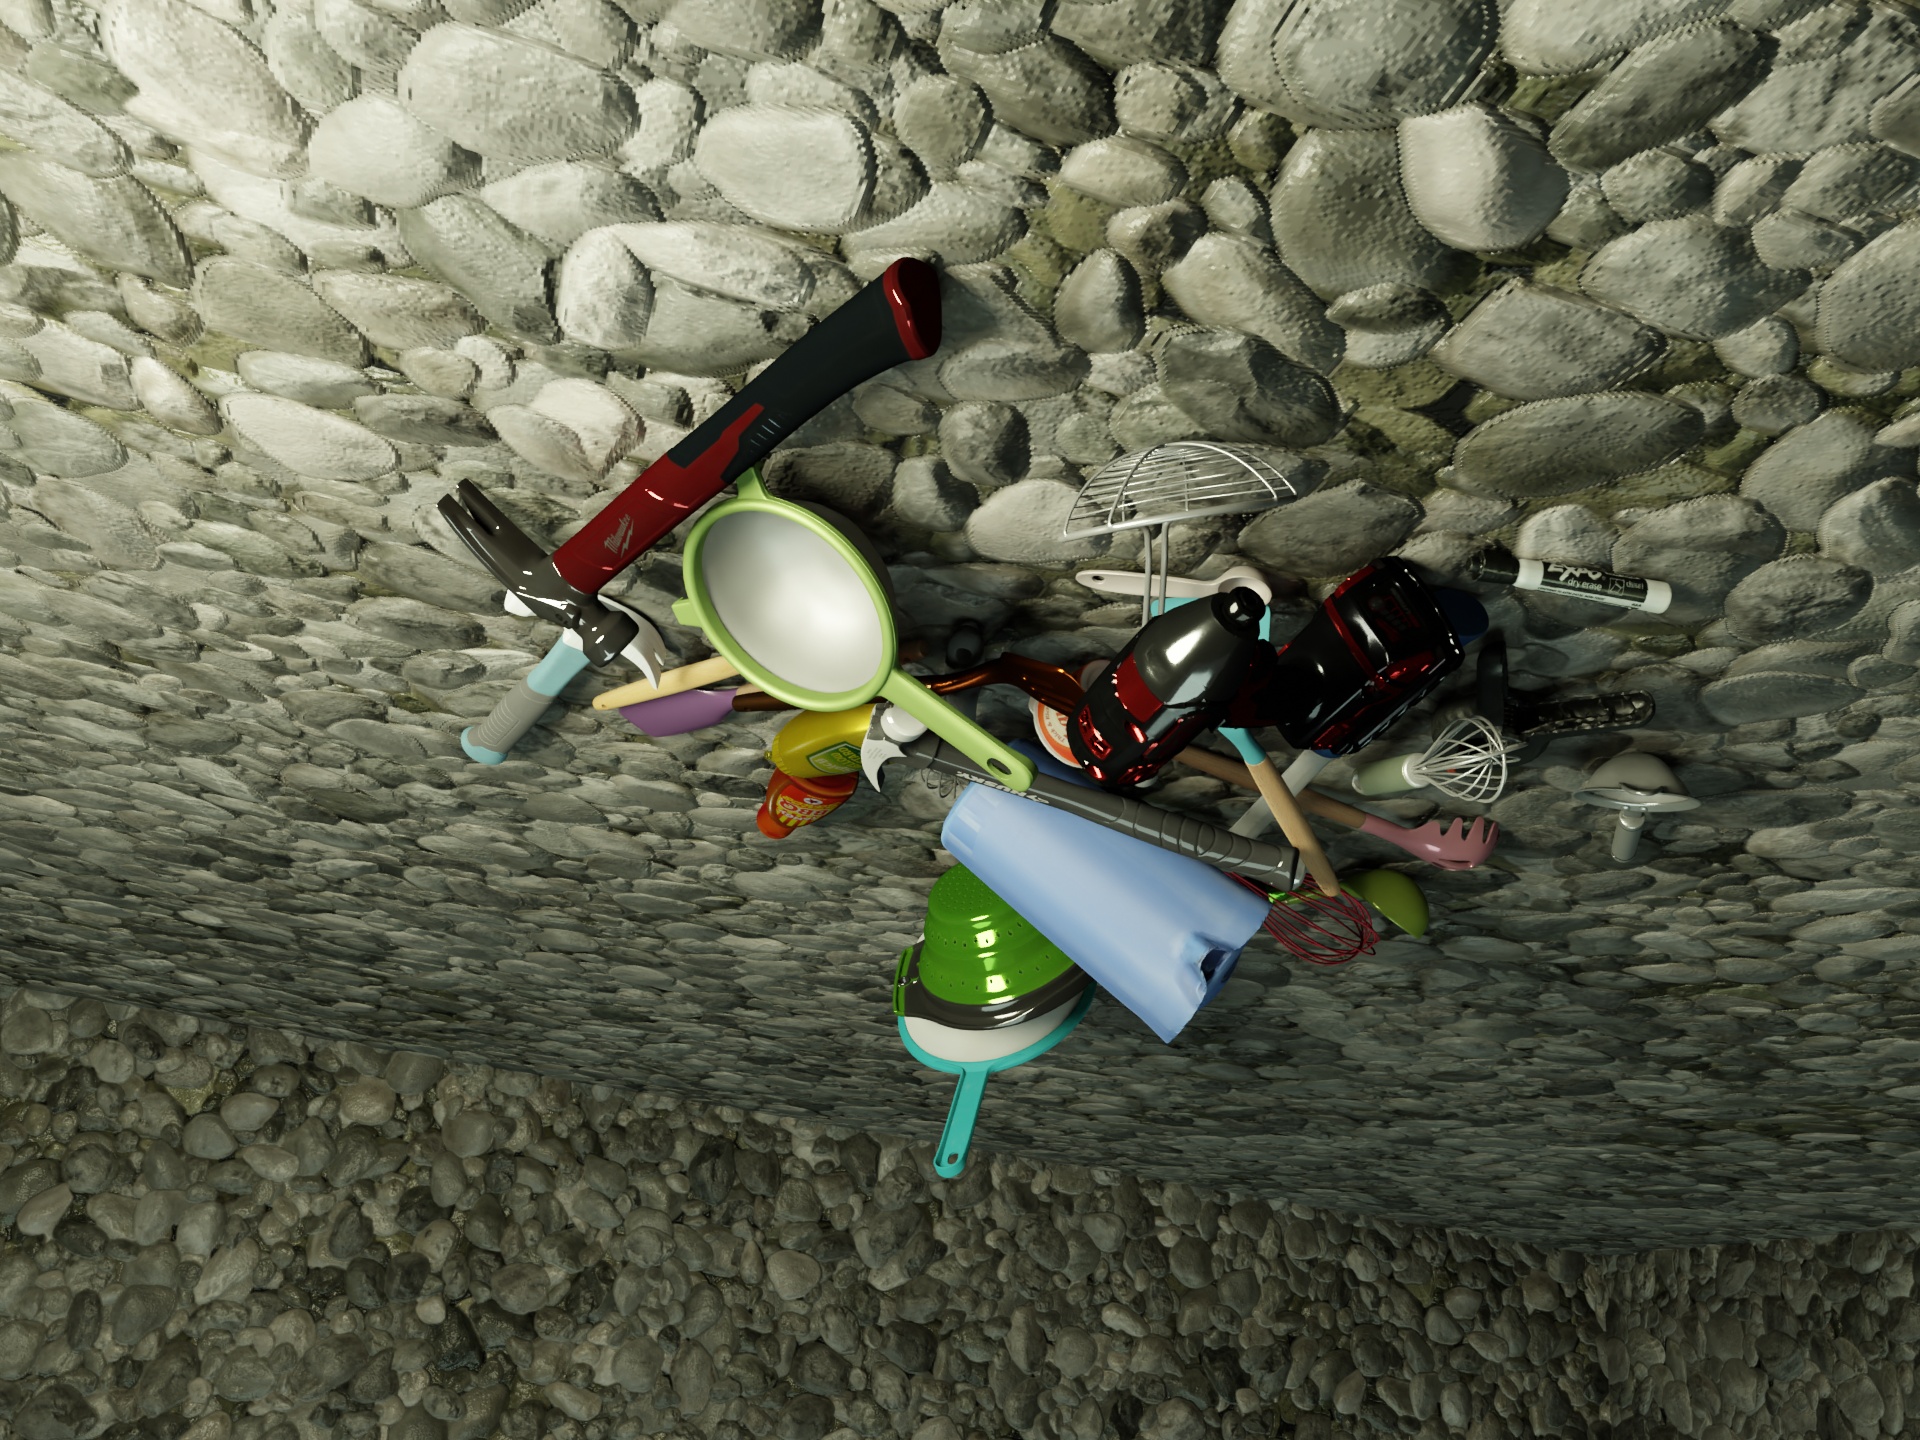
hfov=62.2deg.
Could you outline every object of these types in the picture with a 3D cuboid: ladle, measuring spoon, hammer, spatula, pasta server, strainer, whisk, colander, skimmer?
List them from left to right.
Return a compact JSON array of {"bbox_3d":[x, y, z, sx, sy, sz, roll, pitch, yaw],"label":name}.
[{"bbox_3d":[-0.329,-0.025,1.236,0.128,0.033,0.331,20,153,-24],"label":"hammer"},{"bbox_3d":[-0.153,-0.152,0.874,0.143,0.038,0.386,46,137,-17],"label":"hammer"},{"bbox_3d":[-0.174,-0.038,1.171,0.315,0.031,0.069,-12,130,41],"label":"ladle"},{"bbox_3d":[-0.148,-0.025,1.204,0.316,0.018,0.059,-12,141,37],"label":"spatula"},{"bbox_3d":[-0.049,-0.053,0.974,0.256,0.069,0.151,37,137,1],"label":"strainer"},{"bbox_3d":[-0.039,-0.015,1.106,0.323,0.041,0.080,-4,145,34],"label":"spatula"},{"bbox_3d":[-0.003,-0.005,1.181,0.055,0.055,0.238,7,151,0],"label":"whisk"},{"bbox_3d":[0.011,0.281,1.537,0.211,0.341,0.095,-9,121,20],"label":"strainer"},{"bbox_3d":[0.112,0.164,1.459,0.397,0.205,0.094,-16,116,11],"label":"colander"},{"bbox_3d":[0.088,0.060,1.129,0.334,0.035,0.146,19,161,-10],"label":"hammer"},{"bbox_3d":[0.122,-0.038,0.957,0.127,0.090,0.363,-10,146,-3],"label":"skimmer"},{"bbox_3d":[0.133,-0.089,0.992,0.124,0.018,0.034,6,150,19],"label":"measuring spoon"},{"bbox_3d":[0.237,0.131,1.354,0.295,0.073,0.073,30,150,-15],"label":"whisk"},{"bbox_3d":[0.284,0.179,1.495,0.320,0.062,0.078,-9,153,38],"label":"ladle"},{"bbox_3d":[0.218,0.030,1.106,0.082,0.044,0.317,1,145,33],"label":"spatula"},{"bbox_3d":[0.252,0.023,1.140,0.144,0.035,0.405,15,151,-6],"label":"hammer"},{"bbox_3d":[0.298,0.064,1.272,0.316,0.040,0.060,20,153,-18],"label":"pasta server"},{"bbox_3d":[0.325,0.033,1.111,0.059,0.058,0.246,-16,176,-7],"label":"whisk"},{"bbox_3d":[0.508,0.070,1.206,0.087,0.050,0.258,5,162,20],"label":"strainer"}]

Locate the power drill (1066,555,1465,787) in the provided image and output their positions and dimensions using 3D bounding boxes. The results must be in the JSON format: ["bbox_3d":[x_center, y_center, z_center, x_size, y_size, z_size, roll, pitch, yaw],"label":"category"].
[{"bbox_3d":[0.175,-0.030,0.898,0.219,0.079,0.143,-8,150,-38],"label":"power drill"}]
